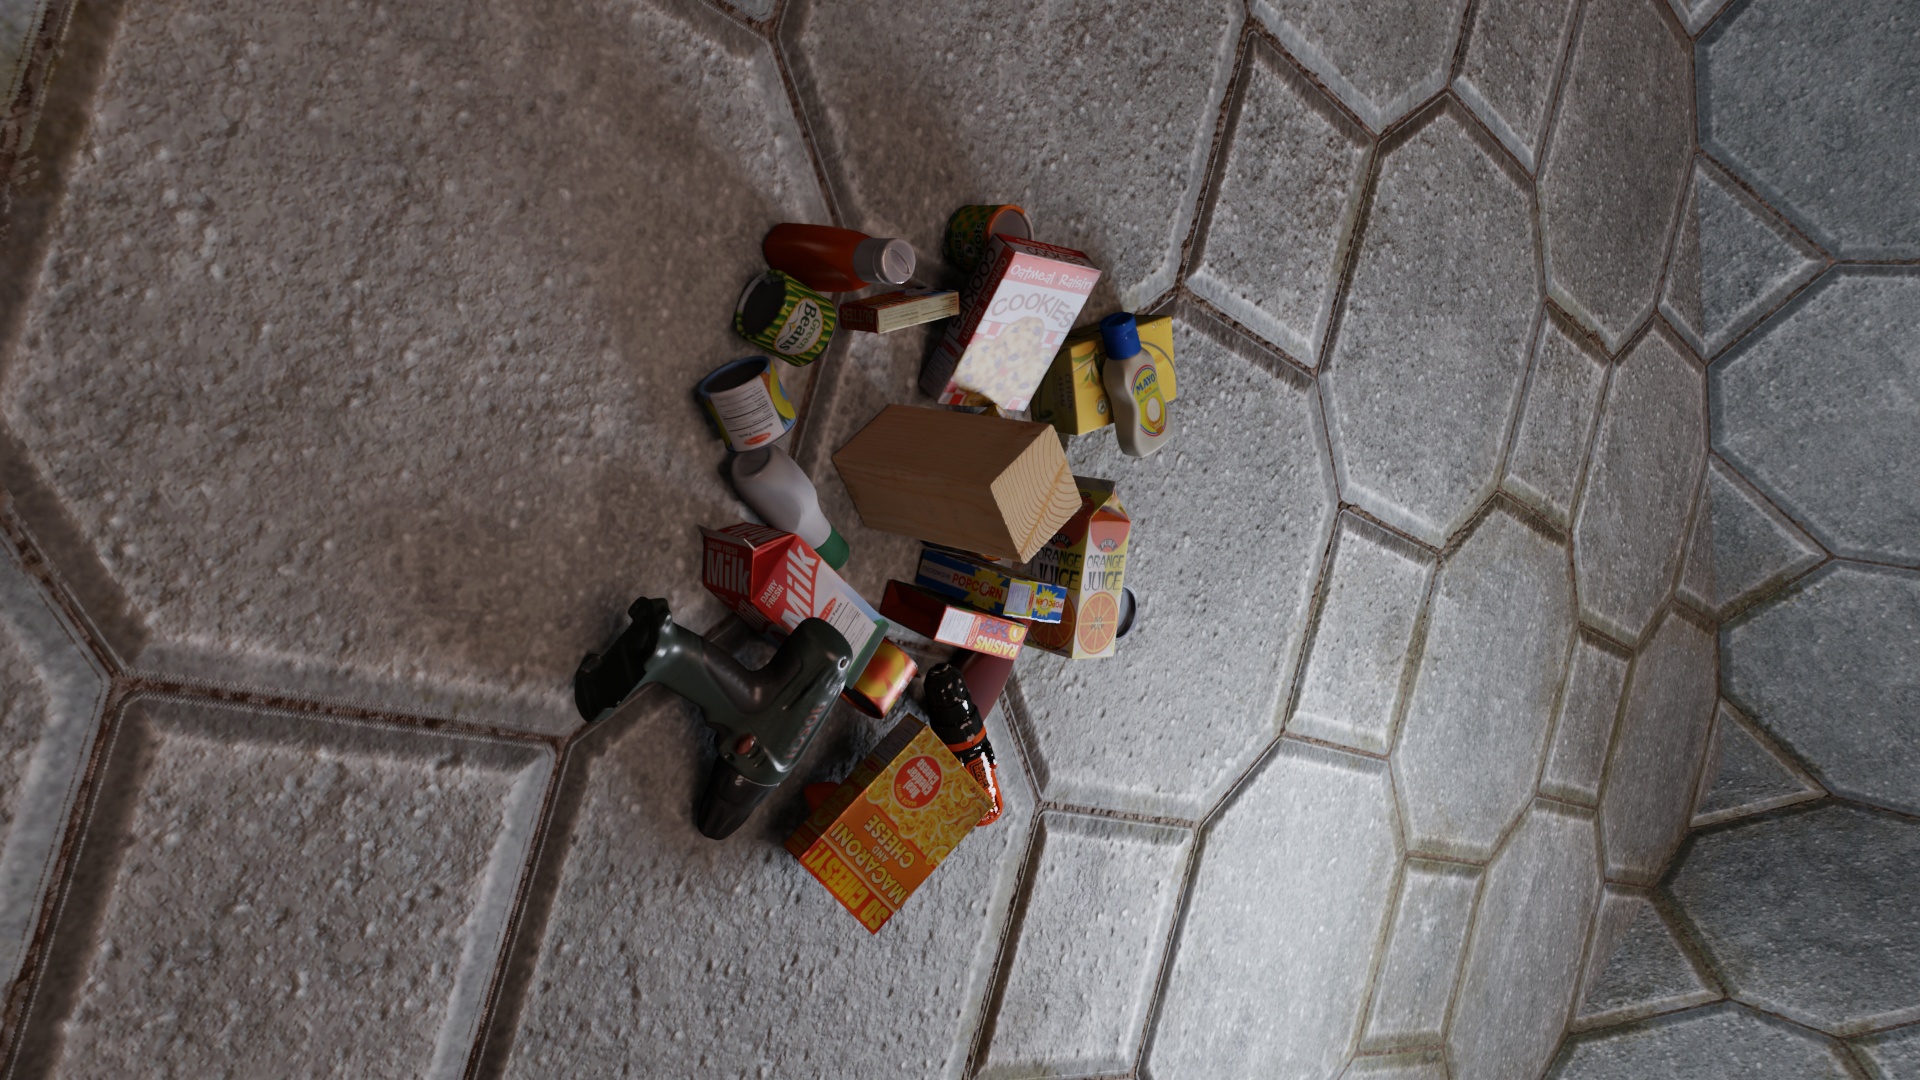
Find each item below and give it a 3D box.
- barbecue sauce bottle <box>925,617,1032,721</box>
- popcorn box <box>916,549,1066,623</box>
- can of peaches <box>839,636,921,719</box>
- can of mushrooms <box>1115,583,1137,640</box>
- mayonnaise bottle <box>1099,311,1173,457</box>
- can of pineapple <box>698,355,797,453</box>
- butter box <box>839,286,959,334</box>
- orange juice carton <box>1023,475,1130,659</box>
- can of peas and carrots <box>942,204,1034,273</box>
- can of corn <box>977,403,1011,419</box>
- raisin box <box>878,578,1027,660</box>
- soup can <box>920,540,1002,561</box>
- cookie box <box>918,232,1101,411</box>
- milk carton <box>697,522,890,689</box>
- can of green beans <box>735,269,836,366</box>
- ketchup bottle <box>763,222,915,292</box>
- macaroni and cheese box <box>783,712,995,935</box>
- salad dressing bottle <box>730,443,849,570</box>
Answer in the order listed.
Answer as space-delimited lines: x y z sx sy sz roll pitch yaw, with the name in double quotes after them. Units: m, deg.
0.025 0.131 1.438 0.149 0.043 0.064 -56 130 -21 "barbecue sauce bottle"
0.030 0.044 1.365 0.085 0.127 0.038 12 94 -45 "popcorn box"
-0.081 0.129 1.314 0.058 0.071 0.071 -52 130 -22 "can of peaches"
0.169 0.080 1.578 0.071 0.033 0.071 -11 105 -43 "can of mushrooms"
0.178 -0.162 1.432 0.065 0.041 0.147 -38 124 -30 "mayonnaise bottle"
-0.179 -0.116 1.170 0.071 0.071 0.057 -42 125 -31 "can of pineapple"
-0.055 -0.213 1.279 0.104 0.053 0.024 -22 116 -39 "butter box"
0.128 0.027 1.498 0.073 0.072 0.192 1 98 -46 "orange juice carton"
0.027 -0.290 1.341 0.071 0.059 0.070 -11 106 -43 "can of peas and carrots"
0.028 -0.094 1.363 0.058 0.071 0.071 -35 132 12 "can of corn"
-0.006 0.078 1.366 0.123 0.086 0.040 19 92 -45 "raisin box"
0.005 -0.017 1.358 0.071 0.084 0.071 -12 107 -42 "soup can"
0.048 -0.208 1.341 0.123 0.040 0.166 0 128 -45 "cookie box"
-0.153 0.047 1.223 0.190 0.072 0.074 48 65 -40 "milk carton"
-0.149 -0.189 1.182 0.058 0.071 0.071 26 80 -44 "can of green beans"
-0.100 -0.235 1.162 0.064 0.149 0.044 47 67 -40 "ketchup bottle"
-0.064 0.262 1.286 0.167 0.040 0.123 -45 120 -14 "macaroni and cheese box"
-0.147 -0.026 1.226 0.147 0.064 0.044 56 44 -46 "salad dressing bottle"
